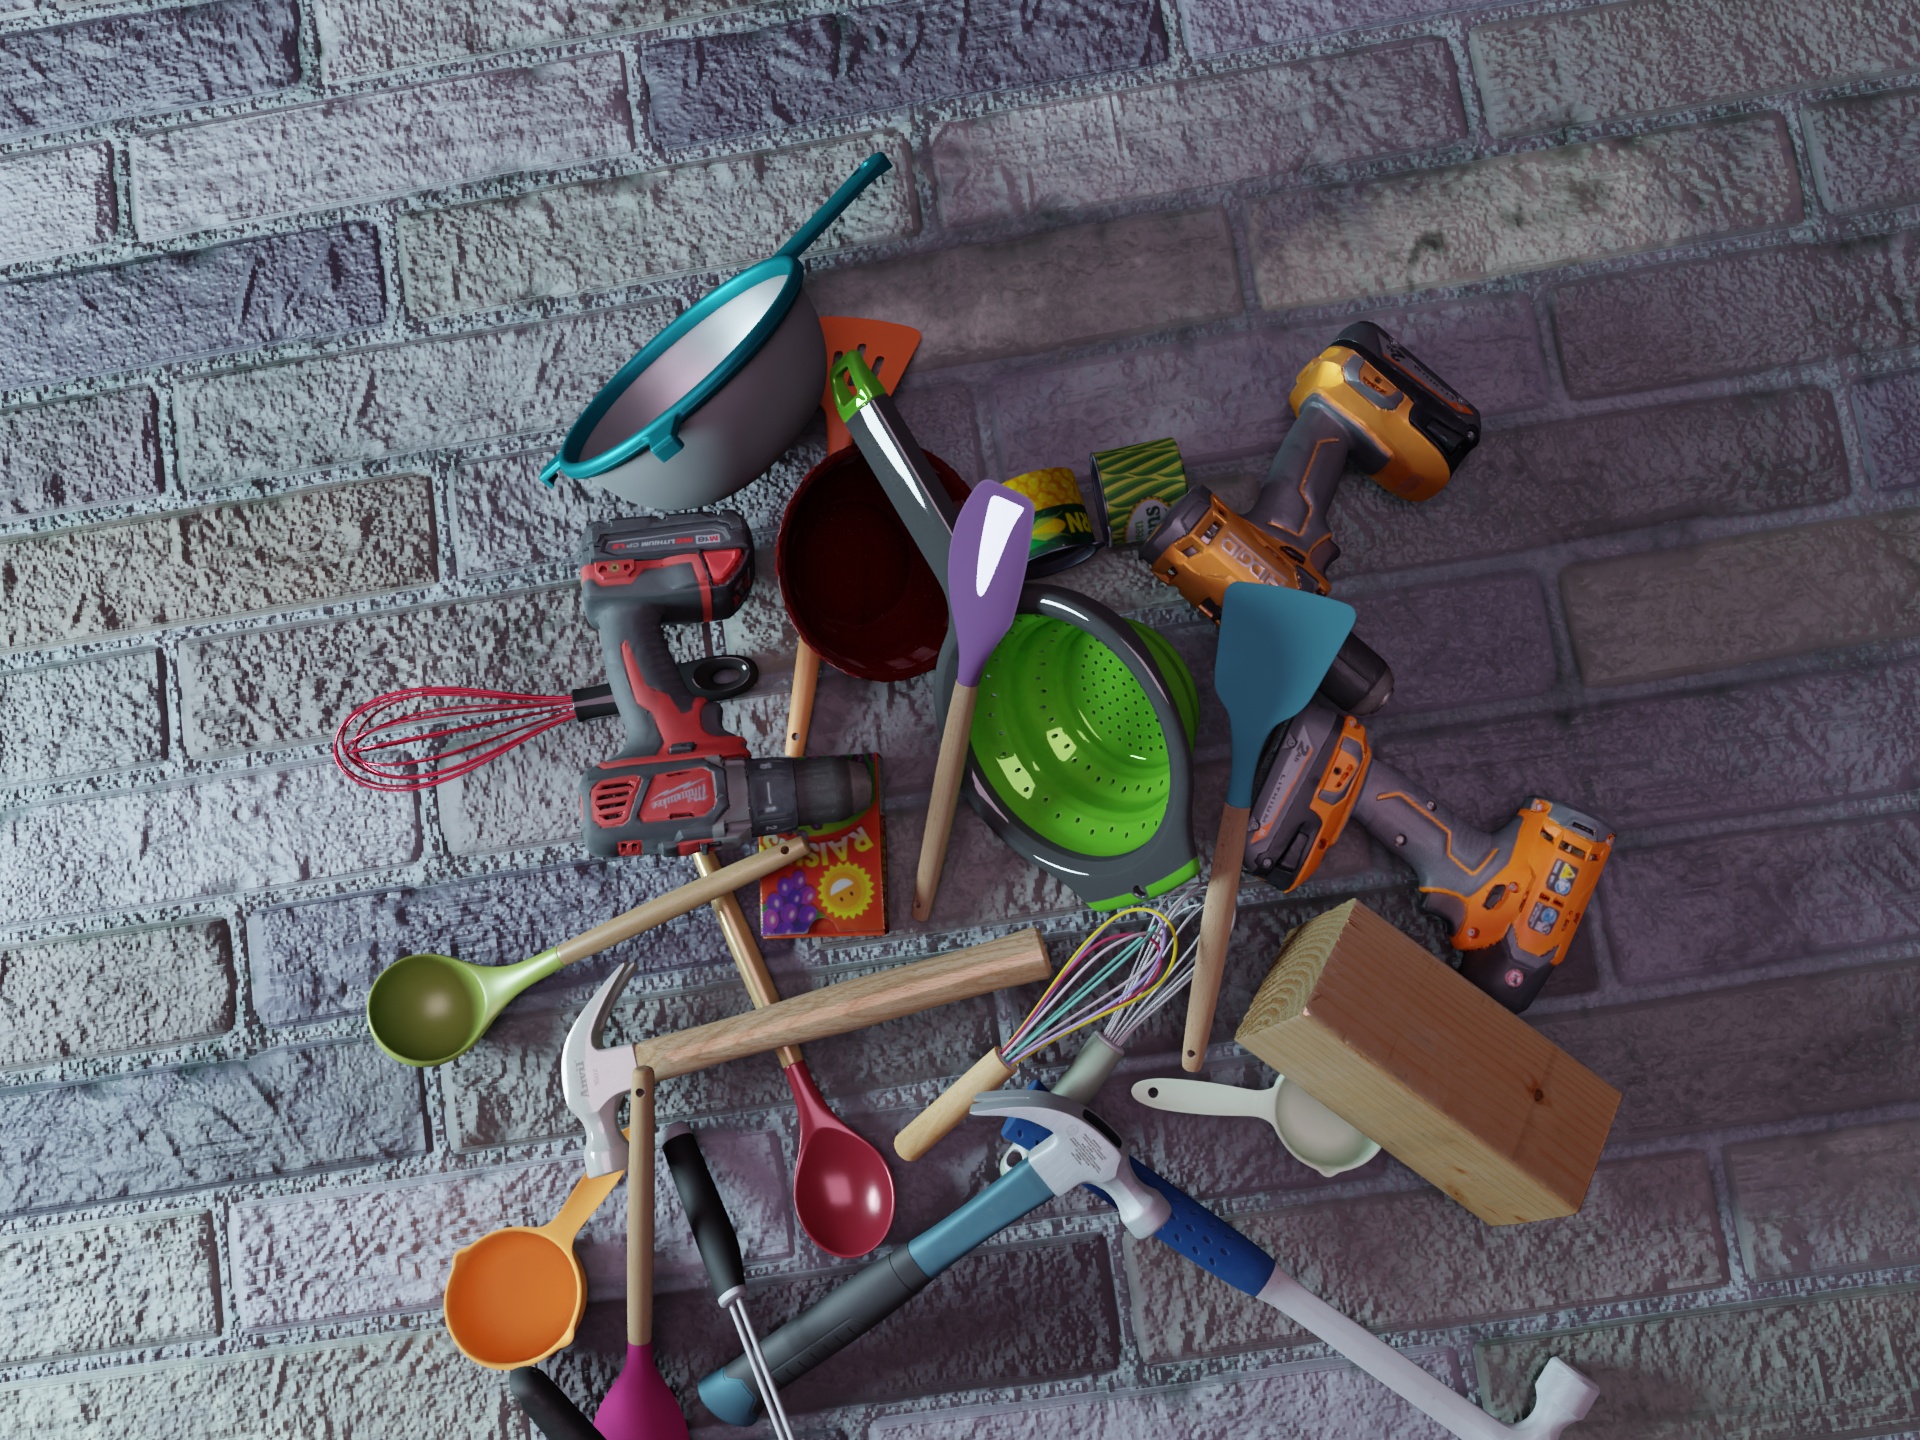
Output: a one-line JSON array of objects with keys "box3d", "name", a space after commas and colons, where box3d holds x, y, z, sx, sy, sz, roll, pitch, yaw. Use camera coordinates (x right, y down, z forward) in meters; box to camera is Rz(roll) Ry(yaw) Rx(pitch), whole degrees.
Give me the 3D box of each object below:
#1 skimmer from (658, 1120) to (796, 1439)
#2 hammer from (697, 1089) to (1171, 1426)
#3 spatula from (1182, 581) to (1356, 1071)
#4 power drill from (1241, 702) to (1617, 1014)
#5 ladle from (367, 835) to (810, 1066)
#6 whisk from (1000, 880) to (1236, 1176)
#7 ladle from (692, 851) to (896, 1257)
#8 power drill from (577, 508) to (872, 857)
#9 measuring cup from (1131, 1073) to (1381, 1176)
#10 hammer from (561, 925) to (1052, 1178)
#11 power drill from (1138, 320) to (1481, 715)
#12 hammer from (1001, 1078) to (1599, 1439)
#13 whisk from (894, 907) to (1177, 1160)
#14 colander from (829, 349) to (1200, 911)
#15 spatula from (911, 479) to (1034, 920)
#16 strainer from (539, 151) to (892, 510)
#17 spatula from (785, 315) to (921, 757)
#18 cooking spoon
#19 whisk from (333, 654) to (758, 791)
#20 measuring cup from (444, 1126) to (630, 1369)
[{"box3d": [-0.140, 0.413, 0.968, 0.127, 0.090, 0.364, -47, 56, 29], "name": "skimmer"}, {"box3d": [-0.034, 0.353, 1.014, 0.331, 0.033, 0.128, -38, 89, 12], "name": "hammer"}, {"box3d": [0.175, 0.075, 1.000, 0.082, 0.044, 0.317, 15, 108, 23], "name": "spatula"}, {"box3d": [0.293, 0.099, 1.042, 0.226, 0.084, 0.164, 24, 87, 3], "name": "power drill"}, {"box3d": [-0.249, 0.145, 1.064, 0.320, 0.062, 0.078, -25, 72, 7], "name": "ladle"}, {"box3d": [0.104, 0.208, 1.059, 0.246, 0.059, 0.058, -54, 46, 0], "name": "whisk"}, {"box3d": [-0.125, 0.210, 1.081, 0.069, 0.031, 0.315, -25, 80, 0], "name": "ladle"}, {"box3d": [-0.163, -0.022, 1.059, 0.188, 0.080, 0.227, -6, 69, -9], "name": "power drill"}, {"box3d": [0.197, 0.251, 1.049, 0.167, 0.038, 0.083, 5, 83, 6], "name": "measuring cup"}, {"box3d": [-0.103, 0.195, 1.054, 0.331, 0.031, 0.130, -16, 79, 1], "name": "hammer"}, {"box3d": [0.250, -0.129, 1.046, 0.185, 0.084, 0.226, 41, 72, 0], "name": "power drill"}, {"box3d": [0.200, 0.368, 1.016, 0.405, 0.035, 0.144, 34, 86, 2], "name": "hammer"}, {"box3d": [0.047, 0.210, 1.034, 0.047, 0.051, 0.245, 44, 105, -6], "name": "whisk"}, {"box3d": [0.046, -0.073, 1.038, 0.094, 0.204, 0.397, -31, 90, -41], "name": "colander"}, {"box3d": [-0.002, -0.003, 1.020, 0.060, 0.018, 0.315, 29, 123, 31], "name": "spatula"}, {"box3d": [-0.129, -0.258, 1.103, 0.095, 0.211, 0.340, 49, 64, -27], "name": "strainer"}, {"box3d": [-0.092, -0.133, 1.126, 0.081, 0.041, 0.322, 8, 87, 6], "name": "spatula"}, {"box3d": [-0.208, 0.378, 1.032, 0.069, 0.017, 0.319, 3, 98, 3], "name": "cooking spoon"}, {"box3d": [-0.287, -0.006, 1.107, 0.296, 0.073, 0.073, -12, 82, -5], "name": "whisk"}, {"box3d": [-0.267, 0.348, 1.064, 0.095, 0.052, 0.174, 34, 70, 7], "name": "measuring cup"}]
